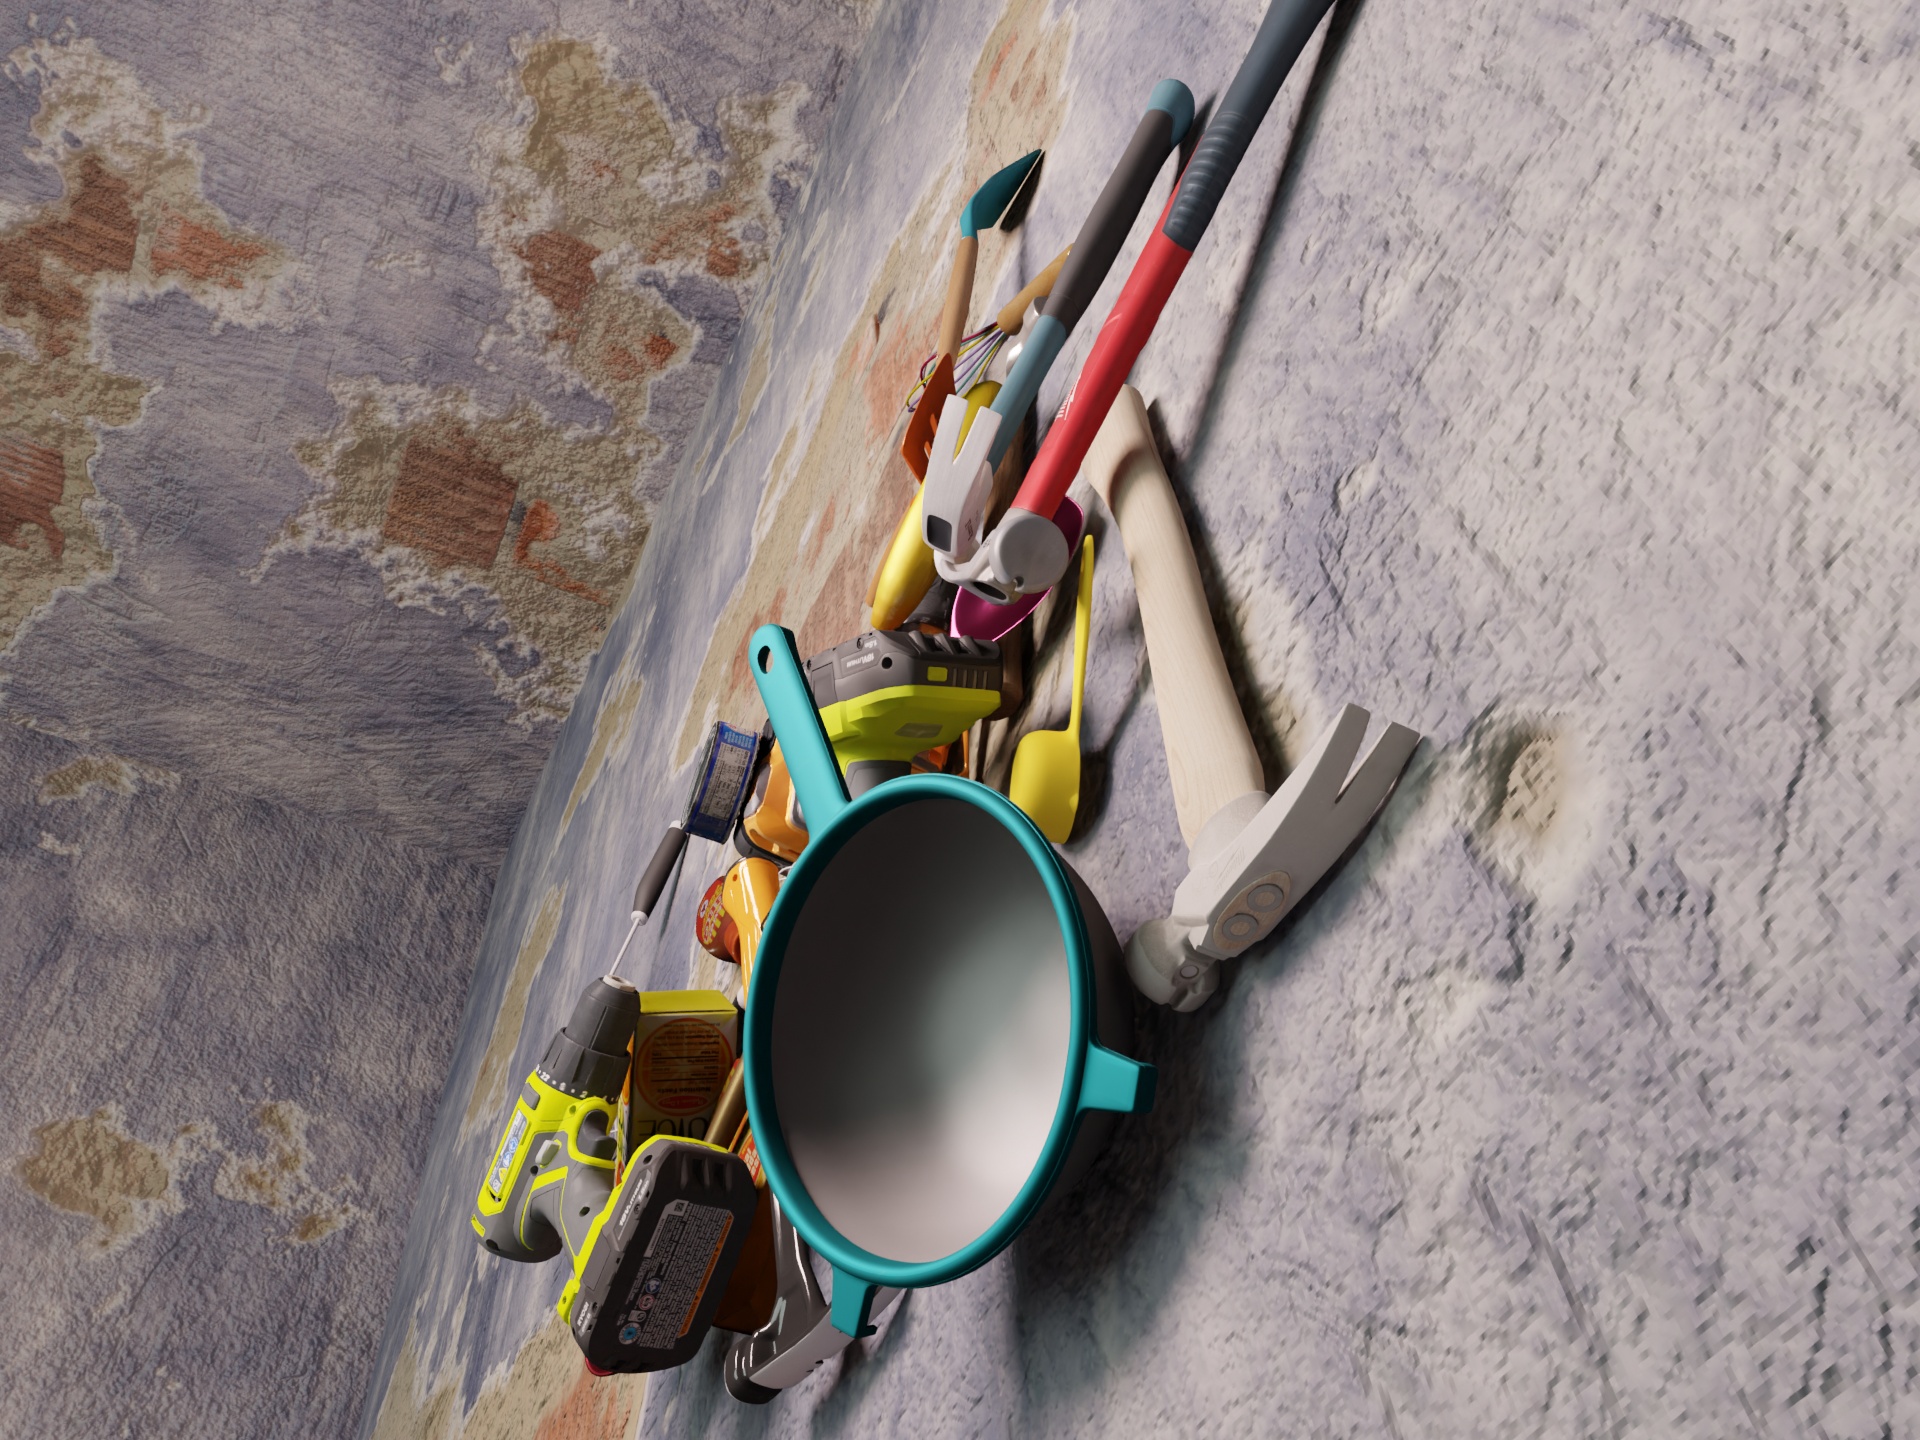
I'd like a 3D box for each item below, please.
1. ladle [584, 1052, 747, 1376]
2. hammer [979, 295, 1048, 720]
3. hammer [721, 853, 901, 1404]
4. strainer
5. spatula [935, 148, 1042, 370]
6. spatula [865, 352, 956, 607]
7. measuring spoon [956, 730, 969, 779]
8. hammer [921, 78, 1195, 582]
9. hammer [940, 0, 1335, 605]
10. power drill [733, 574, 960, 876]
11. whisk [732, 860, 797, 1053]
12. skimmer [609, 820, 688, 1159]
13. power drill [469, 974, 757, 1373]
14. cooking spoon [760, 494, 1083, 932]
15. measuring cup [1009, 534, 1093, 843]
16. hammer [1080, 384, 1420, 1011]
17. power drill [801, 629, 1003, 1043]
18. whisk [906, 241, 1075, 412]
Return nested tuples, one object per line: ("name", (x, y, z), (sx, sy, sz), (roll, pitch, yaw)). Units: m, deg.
("ladle", (-0.159, 0.274, 1.013), (0.069, 0.031, 0.315), (29, 94, 57))
("hammer", (0.027, -0.132, 1.036), (0.130, 0.031, 0.332), (-51, 26, 43))
("hammer", (-0.103, 0.207, 0.926), (0.127, 0.034, 0.337), (-46, 37, 28))
("strainer", (-0.017, 0.088, 0.731), (0.211, 0.095, 0.341), (-47, 48, 27))
("spatula", (0.015, -0.353, 1.235), (0.082, 0.044, 0.318), (-50, 22, 41))
("spatula", (-0.043, -0.151, 1.159), (0.322, 0.041, 0.081), (127, 167, -68))
("measuring spoon", (-0.002, -0.003, 0.974), (0.021, 0.011, 0.117), (92, 176, -62))
("hammer", (0.061, -0.246, 0.958), (0.331, 0.033, 0.128), (-63, -13, -14))
("hammer", (0.101, -0.237, 0.847), (0.386, 0.038, 0.143), (-62, 12, -4))
("power drill", (-0.067, -0.003, 1.099), (0.226, 0.084, 0.185), (-40, 32, 49))
("whisk", (-0.140, 0.184, 1.145), (0.284, 0.070, 0.070), (125, 157, -48))
("skimmer", (-0.324, 0.265, 1.618), (0.127, 0.090, 0.364), (-50, 16, 51))
("power drill", (-0.220, 0.279, 1.001), (0.229, 0.080, 0.190), (20, 87, 54))
("cooking spoon", (-0.027, 0.001, 0.940), (0.319, 0.017, 0.069), (-55, 45, 9))
("measuring cup", (0.046, -0.015, 0.791), (0.062, 0.029, 0.156), (-112, 26, -76))
("hammer", (0.104, -0.062, 0.740), (0.146, 0.038, 0.411), (-56, 22, 31))
("power drill", (-0.028, 0.071, 0.844), (0.171, 0.080, 0.223), (-18, 72, 58))
("whisk", (0.028, -0.288, 1.191), (0.245, 0.047, 0.051), (-30, 42, 56))
